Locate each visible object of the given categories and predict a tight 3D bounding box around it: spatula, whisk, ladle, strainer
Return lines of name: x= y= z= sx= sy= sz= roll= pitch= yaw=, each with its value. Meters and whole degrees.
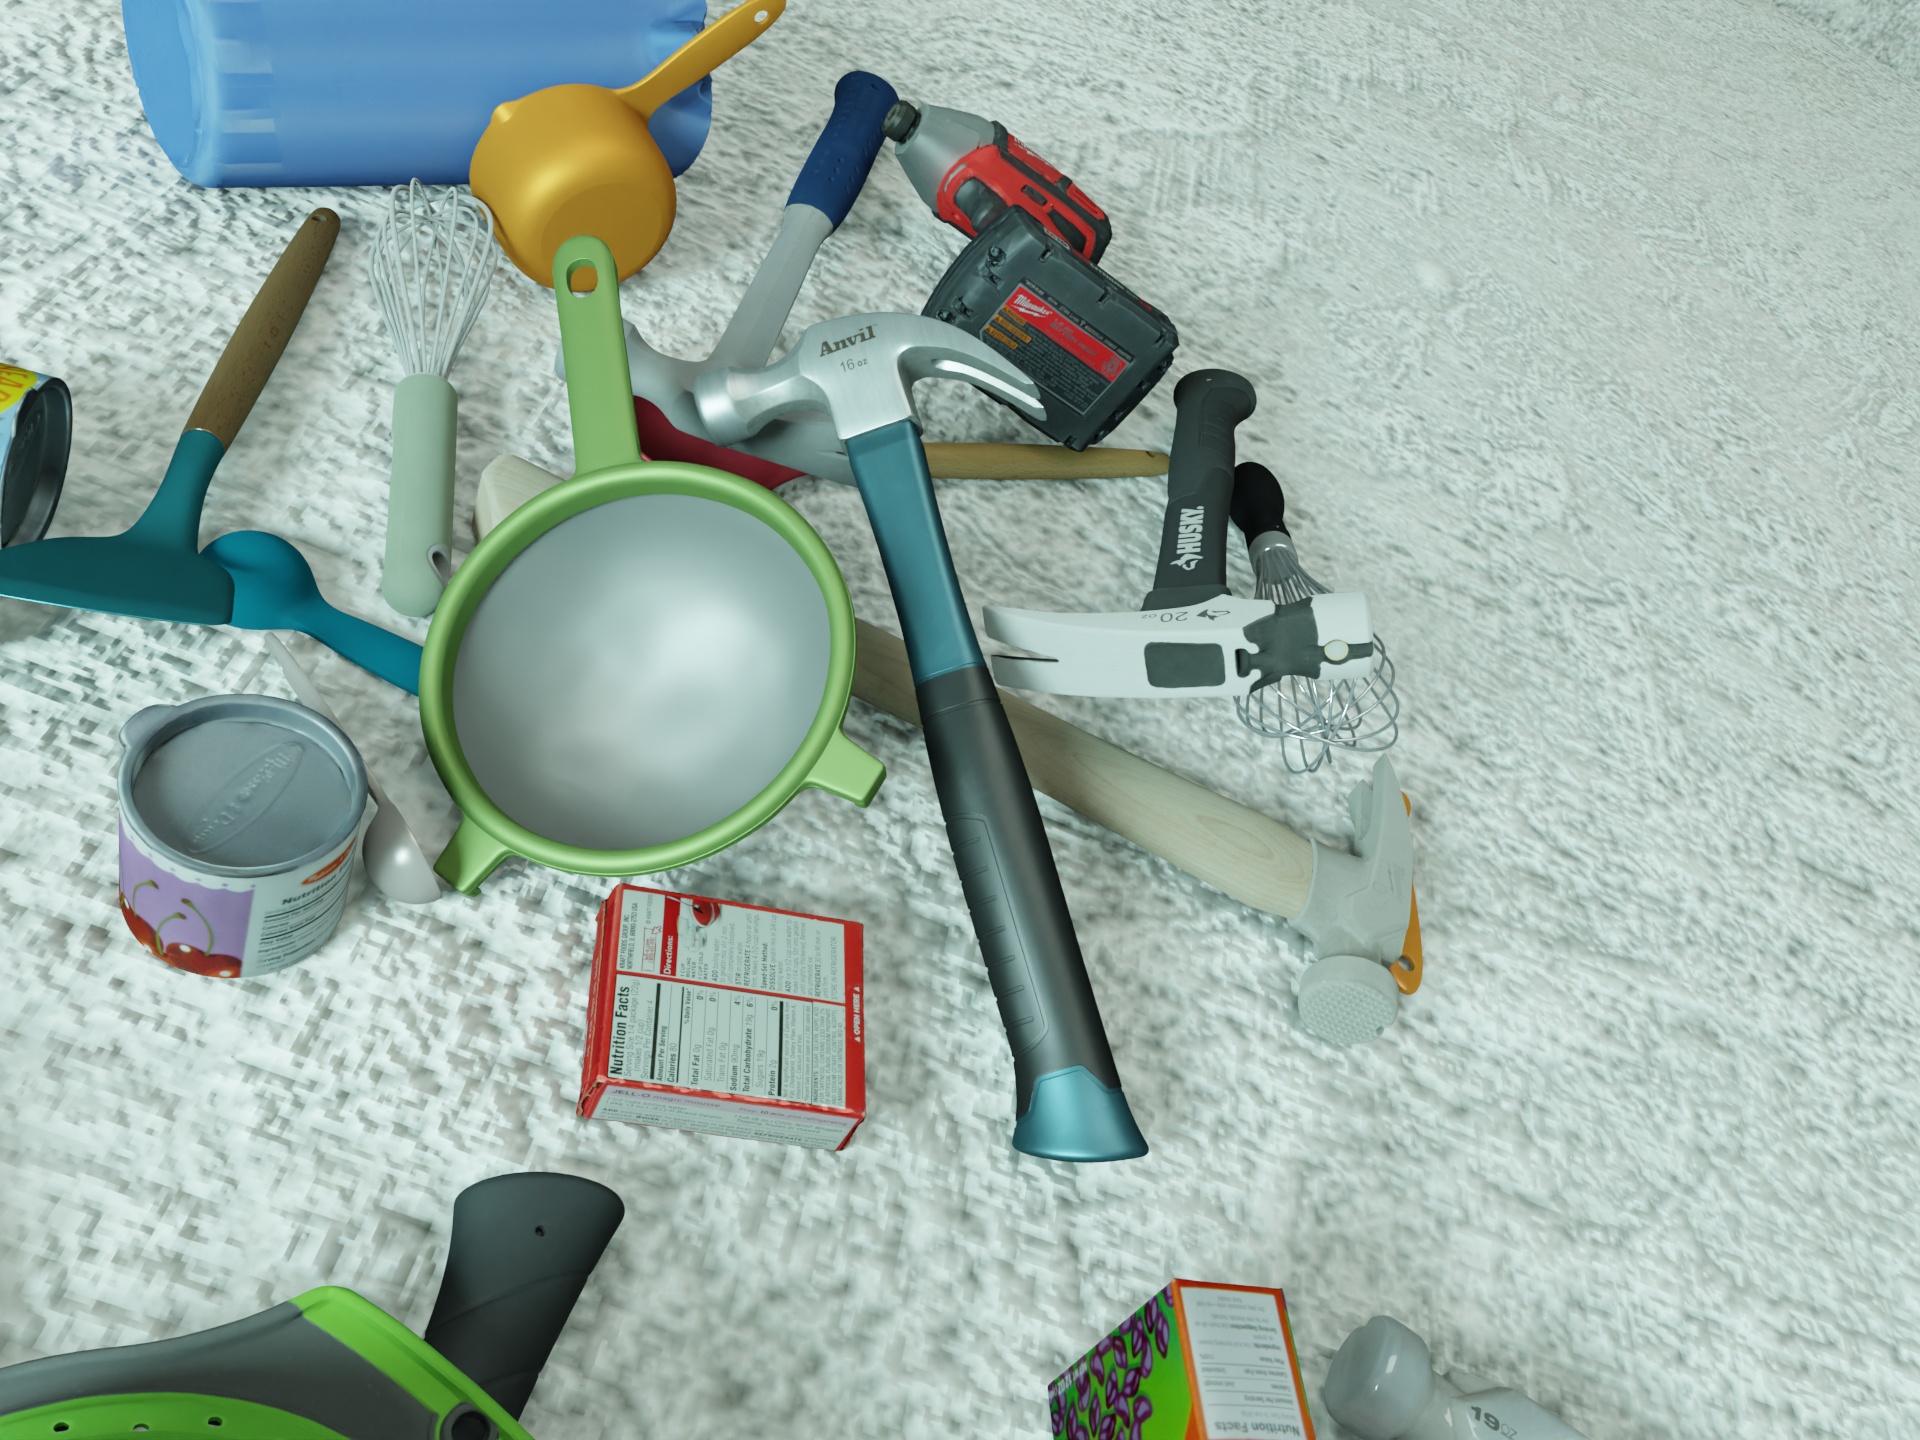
spatula: x=-0.274 y=-0.126 z=0.595 sx=0.082 sy=0.044 sz=0.318 roll=9 pitch=42 yaw=-12
whisk: x=0.152 y=-0.062 z=0.743 sx=0.070 sy=0.070 sz=0.285 roll=21 pitch=29 yaw=-9
ladle: x=-0.021 y=-0.126 z=0.758 sx=0.315 sy=0.031 sz=0.069 roll=-5 pitch=52 yaw=-34
strainer: x=-0.117 y=-0.058 z=0.581 sx=0.151 sy=0.069 sz=0.257 roll=-13 pitch=67 yaw=2
whisk: x=-0.220 y=-0.139 z=0.653 sx=0.059 sy=0.057 sz=0.247 roll=-14 pitch=54 yaw=4

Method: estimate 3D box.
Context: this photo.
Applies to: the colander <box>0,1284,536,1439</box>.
colander: x=-0.193 y=0.239 z=0.218 sx=0.204 sy=0.094 sz=0.397 roll=39 pitch=43 yaw=5

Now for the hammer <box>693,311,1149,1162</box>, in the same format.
hammer: x=-0.001 y=-0.002 z=0.578 sx=0.128 sy=0.033 sz=0.331 roll=-18 pitch=73 yaw=7

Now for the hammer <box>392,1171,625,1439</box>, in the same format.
hammer: x=-0.161 y=0.265 z=0.311 sx=0.149 sy=0.036 sz=0.409 roll=27 pitch=43 yaw=-5

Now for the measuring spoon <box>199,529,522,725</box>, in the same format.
measuring spoon: x=-0.214 y=-0.035 z=0.569 sx=0.128 sy=0.021 sz=0.042 roll=27 pitch=43 yaw=-1

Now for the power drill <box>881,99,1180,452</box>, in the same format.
power drill: x=0.027 y=-0.247 z=0.829 sx=0.143 sy=0.078 sz=0.220 roll=29 pitch=30 yaw=-28

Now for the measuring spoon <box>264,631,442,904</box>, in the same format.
measuring spoon: x=-0.208 y=0.015 z=0.526 sx=0.018 sy=0.034 sz=0.124 roll=-30 pitch=62 yaw=-24

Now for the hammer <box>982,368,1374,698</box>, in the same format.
hammer: x=0.103 y=-0.099 z=0.728 sx=0.146 sy=0.035 sz=0.335 roll=-4 pitch=28 yaw=13

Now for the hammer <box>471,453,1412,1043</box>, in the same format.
hammer: x=-0.001 y=-0.011 z=0.655 sx=0.410 sy=0.038 sz=0.146 roll=26 pitch=42 yaw=-4

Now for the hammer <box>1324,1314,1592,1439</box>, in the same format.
hammer: x=0.116 y=0.344 z=0.385 sx=0.143 sy=0.038 sz=0.386 roll=34 pitch=43 yaw=2

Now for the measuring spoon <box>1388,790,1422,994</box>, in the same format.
measuring spoon: x=0.194 y=0.071 z=0.700 sx=0.021 sy=0.011 sz=0.117 roll=21 pitch=44 yaw=-10

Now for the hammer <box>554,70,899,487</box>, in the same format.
hammer: x=-0.074 y=-0.246 z=0.809 sx=0.144 sy=0.035 sz=0.406 roll=22 pitch=39 yaw=-9

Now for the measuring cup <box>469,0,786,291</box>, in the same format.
measuring cup: x=-0.141 y=-0.264 z=0.728 sx=0.052 sy=0.173 sz=0.095 roll=61 pitch=12 yaw=22
